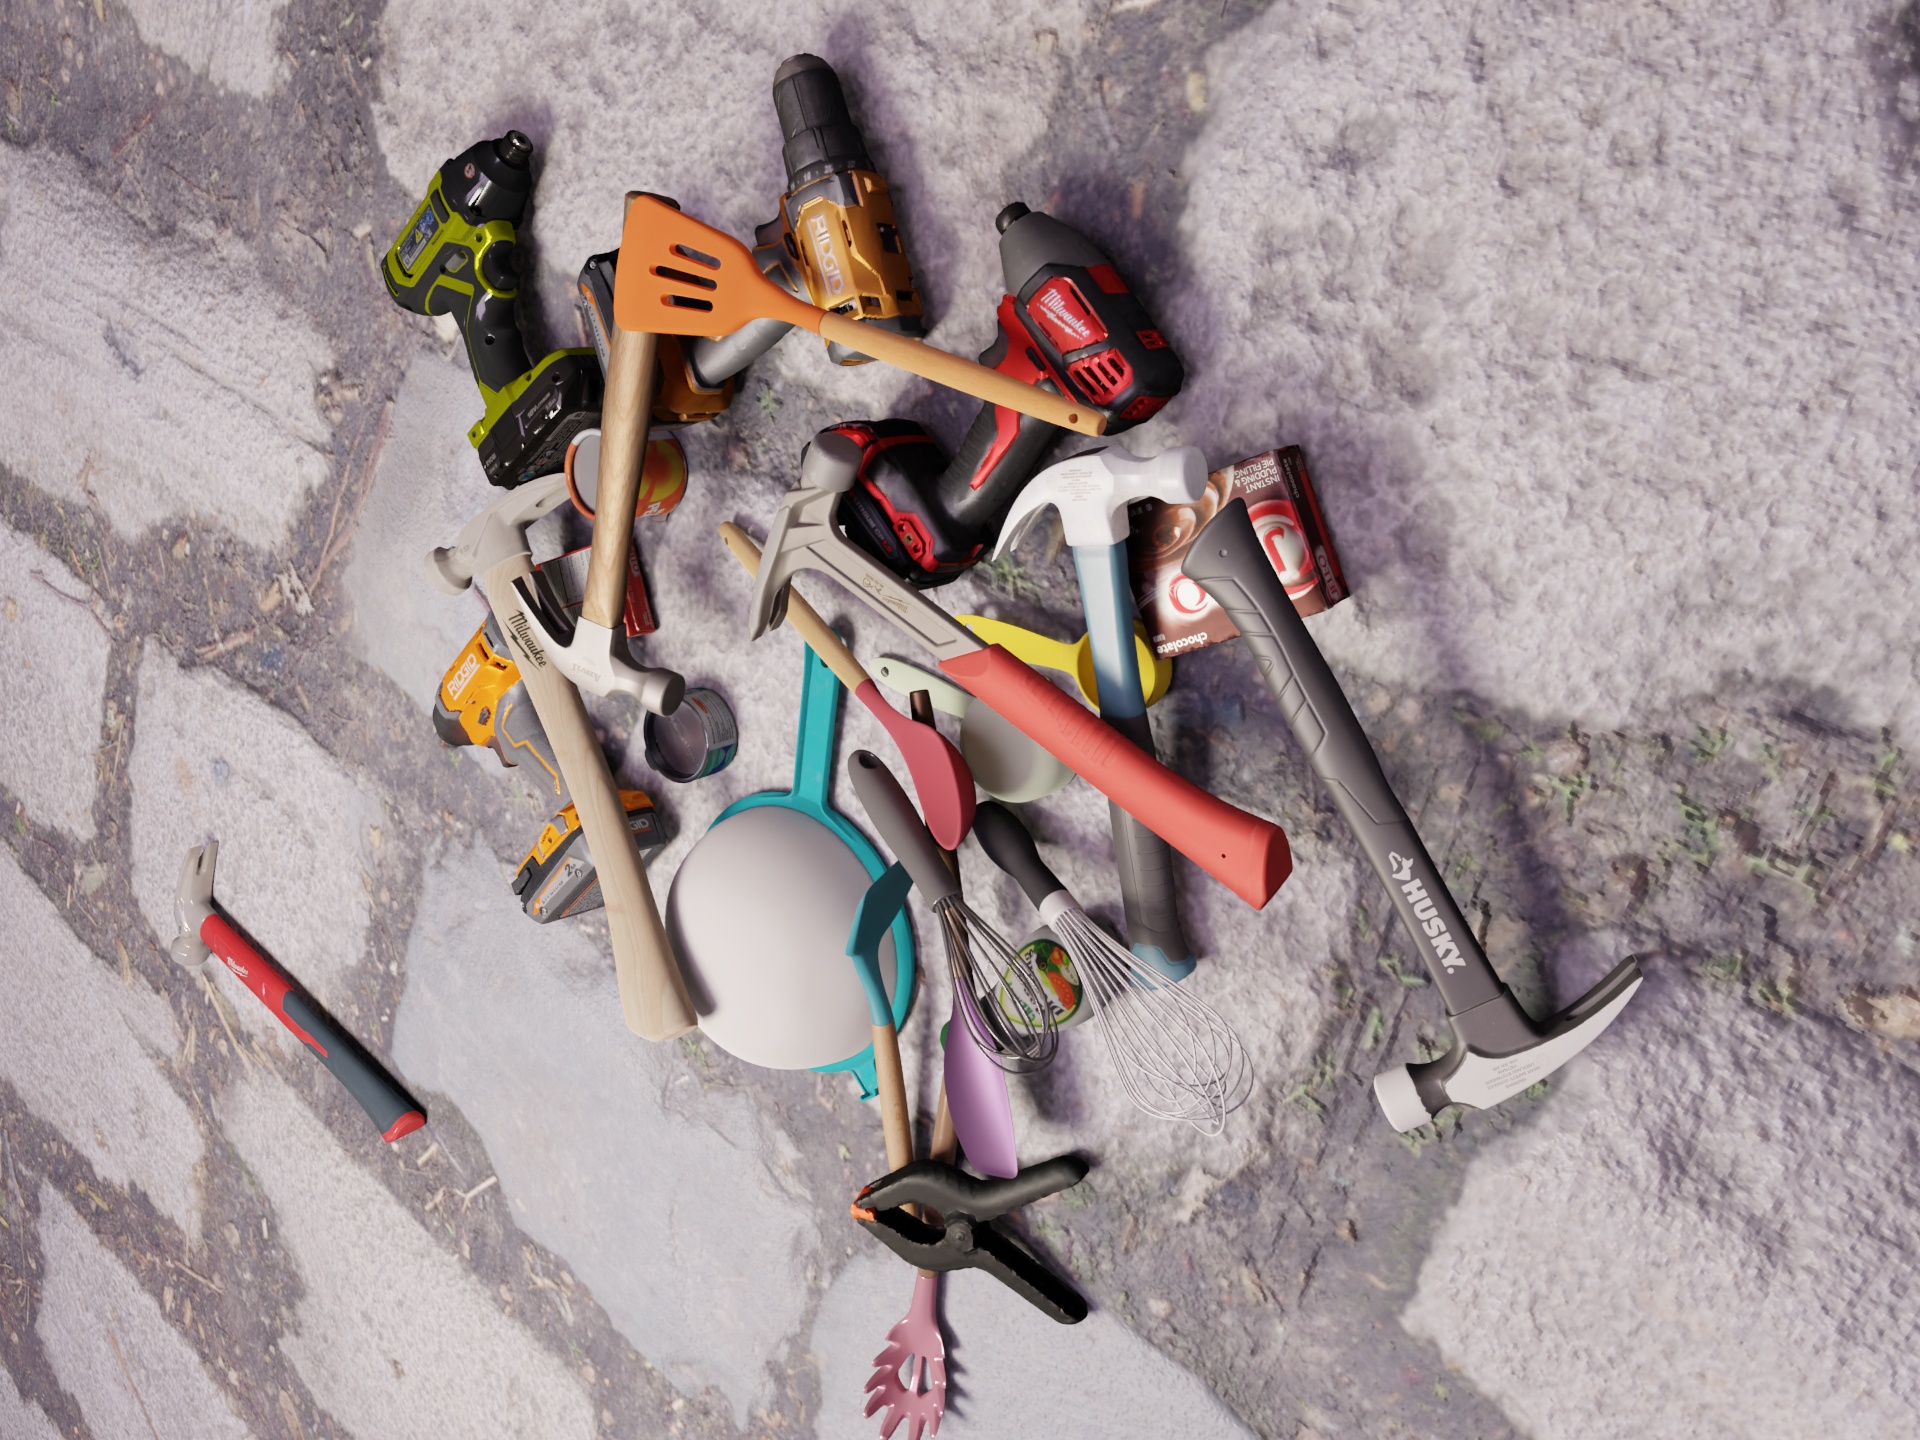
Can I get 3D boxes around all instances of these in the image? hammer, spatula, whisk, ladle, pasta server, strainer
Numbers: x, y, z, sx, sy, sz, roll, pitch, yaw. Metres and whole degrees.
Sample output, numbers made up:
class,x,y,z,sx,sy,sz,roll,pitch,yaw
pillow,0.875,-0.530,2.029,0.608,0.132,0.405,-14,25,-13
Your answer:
class,x,y,z,sx,sy,sz,roll,pitch,yaw
hammer,0.212,0.038,0.811,0.146,0.035,0.335,-29,92,17
spatula,-0.042,0.228,1.077,0.044,0.082,0.317,9,117,29
whisk,-0.012,0.110,0.967,0.055,0.055,0.239,-53,56,33
ladle,-0.077,-0.036,1.022,0.316,0.031,0.069,48,143,33
pasta server,-0.022,0.370,1.120,0.060,0.040,0.316,12,108,13
whisk,0.075,0.133,0.926,0.285,0.070,0.070,50,130,47
spatula,-0.005,0.137,1.013,0.060,0.018,0.316,-4,96,47
hammer,-0.261,0.025,1.125,0.146,0.038,0.411,-29,75,21
strainer,-0.133,0.103,1.097,0.211,0.095,0.340,21,115,31
hammer,0.029,-0.009,0.902,0.359,0.037,0.149,38,130,16
hammer,-0.220,-0.170,1.025,0.130,0.031,0.331,21,116,18
spatula,-0.062,-0.218,0.905,0.323,0.041,0.081,25,114,24
hammer,-0.654,0.274,1.563,0.387,0.038,0.143,33,118,26
hammer,0.096,0.008,0.907,0.128,0.033,0.330,5,115,36

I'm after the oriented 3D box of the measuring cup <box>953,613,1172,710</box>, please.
class,x,y,z,sx,sy,sz,roll,pitch,yaw
measuring cup,0.060,-0.044,0.963,0.157,0.029,0.062,18,114,37

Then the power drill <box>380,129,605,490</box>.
class,x,y,z,sx,sy,sz,roll,pitch,yaw
power drill,-0.327,-0.296,1.153,0.171,0.080,0.223,-35,77,37

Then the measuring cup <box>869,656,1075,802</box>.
class,x,y,z,sx,sy,sz,roll,pitch,yaw
measuring cup,-0.002,-0.003,1.008,0.168,0.038,0.083,25,115,28

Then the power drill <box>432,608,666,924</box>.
class,x,y,z,sx,sy,sz,roll,pitch,yaw
power drill,-0.336,0.040,1.244,0.164,0.084,0.227,-42,71,36

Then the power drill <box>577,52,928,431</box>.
class,x,y,z,sx,sy,sz,roll,pitch,yaw
power drill,-0.138,-0.295,1.012,0.226,0.084,0.185,-14,93,34

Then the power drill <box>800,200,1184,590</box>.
class,x,y,z,sx,sy,sz,roll,pitch,yaw
power drill,0.014,-0.187,0.930,0.219,0.078,0.143,-40,78,33
